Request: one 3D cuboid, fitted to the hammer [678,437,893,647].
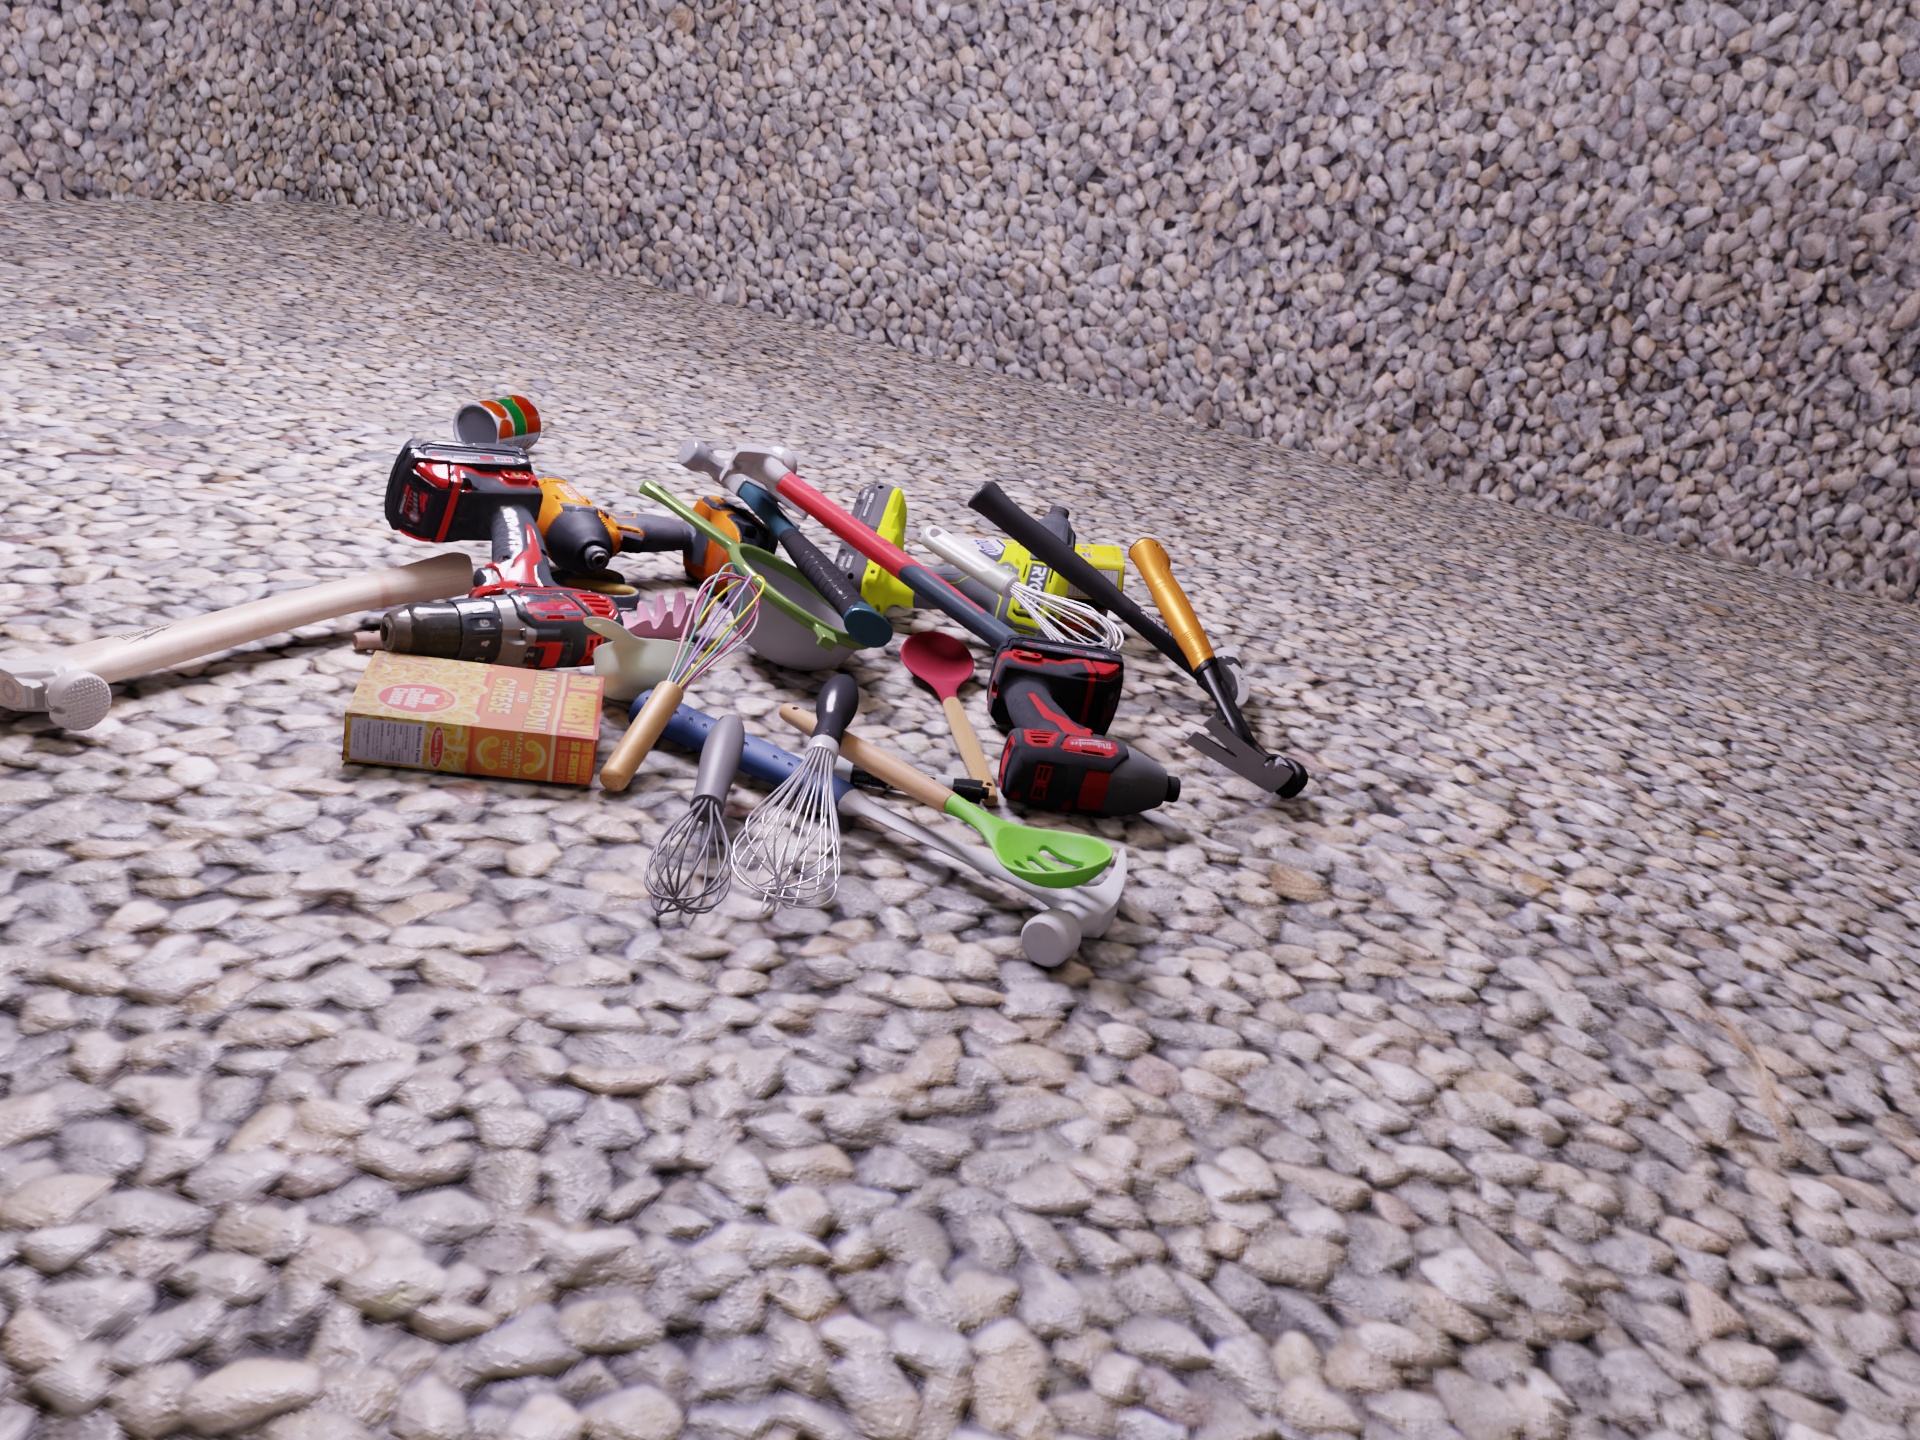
[{"bbox_3d":[-0.150,-0.160,1.455,0.128,0.033,0.331,24,17,-41],"label":"hammer"}]

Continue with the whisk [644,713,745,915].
[{"bbox_3d":[-0.167,0.055,1.051,0.055,0.055,0.239,10,28,-5],"label":"whisk"}]

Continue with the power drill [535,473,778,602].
[{"bbox_3d":[-0.294,-0.169,1.514,0.226,0.084,0.164,5,23,-35],"label":"power drill"}]

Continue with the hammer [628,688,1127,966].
[{"bbox_3d":[-0.068,0.061,1.140,0.406,0.035,0.144,23,23,25],"label":"hammer"}]

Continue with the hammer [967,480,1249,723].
[{"bbox_3d":[0.143,-0.114,1.512,0.334,0.035,0.146,37,25,-13],"label":"hammer"}]

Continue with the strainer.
[{"bbox_3d":[-0.197,-0.118,1.415,0.256,0.069,0.151,36,12,9],"label":"strainer"}]

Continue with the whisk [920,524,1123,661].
[{"bbox_3d":[0.053,-0.121,1.480,0.246,0.059,0.058,35,59,29],"label":"whisk"}]

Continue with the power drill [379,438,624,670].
[{"bbox_3d":[-0.393,-0.126,1.276,0.187,0.080,0.227,-4,48,-40],"label":"power drill"}]

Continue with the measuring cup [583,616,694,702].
[{"bbox_3d":[-0.253,-0.044,1.206,0.083,0.038,0.167,-5,-10,5],"label":"measuring cup"}]

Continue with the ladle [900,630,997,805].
[{"bbox_3d":[-0.002,-0.004,1.360,0.069,0.031,0.316,4,24,-12],"label":"ladle"}]

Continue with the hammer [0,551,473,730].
[{"bbox_3d":[-0.536,-0.080,1.206,0.146,0.038,0.410,17,23,23],"label":"hammer"}]

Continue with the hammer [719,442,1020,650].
[{"bbox_3d":[-0.046,-0.132,1.455,0.386,0.038,0.143,36,14,4],"label":"hammer"}]

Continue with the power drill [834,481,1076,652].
[{"bbox_3d":[-0.001,-0.156,1.580,0.223,0.171,0.080,13,-24,8],"label":"power drill"}]

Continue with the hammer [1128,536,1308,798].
[{"bbox_3d":[0.211,-0.067,1.452,0.127,0.034,0.337,27,28,-32],"label":"hammer"}]

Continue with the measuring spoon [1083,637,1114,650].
[{"bbox_3d":[0.107,-0.048,1.551,0.128,0.021,0.042,-23,69,-44],"label":"measuring spoon"}]

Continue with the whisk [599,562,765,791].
[{"bbox_3d":[-0.205,-0.038,1.190,0.047,0.051,0.245,13,45,12],"label":"whisk"}]

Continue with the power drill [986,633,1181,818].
[{"bbox_3d":[0.096,0.010,1.315,0.143,0.078,0.220,9,24,-9],"label":"power drill"}]

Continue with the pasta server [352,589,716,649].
[{"bbox_3d":[-0.352,-0.082,1.346,0.316,0.040,0.060,-6,15,-37],"label":"pasta server"}]

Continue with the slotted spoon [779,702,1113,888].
[{"bbox_3d":[-0.022,0.048,1.110,0.314,0.031,0.070,27,33,38],"label":"slotted spoon"}]

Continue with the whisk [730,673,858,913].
[{"bbox_3d":[-0.097,0.039,1.067,0.070,0.070,0.285,12,29,-1],"label":"whisk"}]
